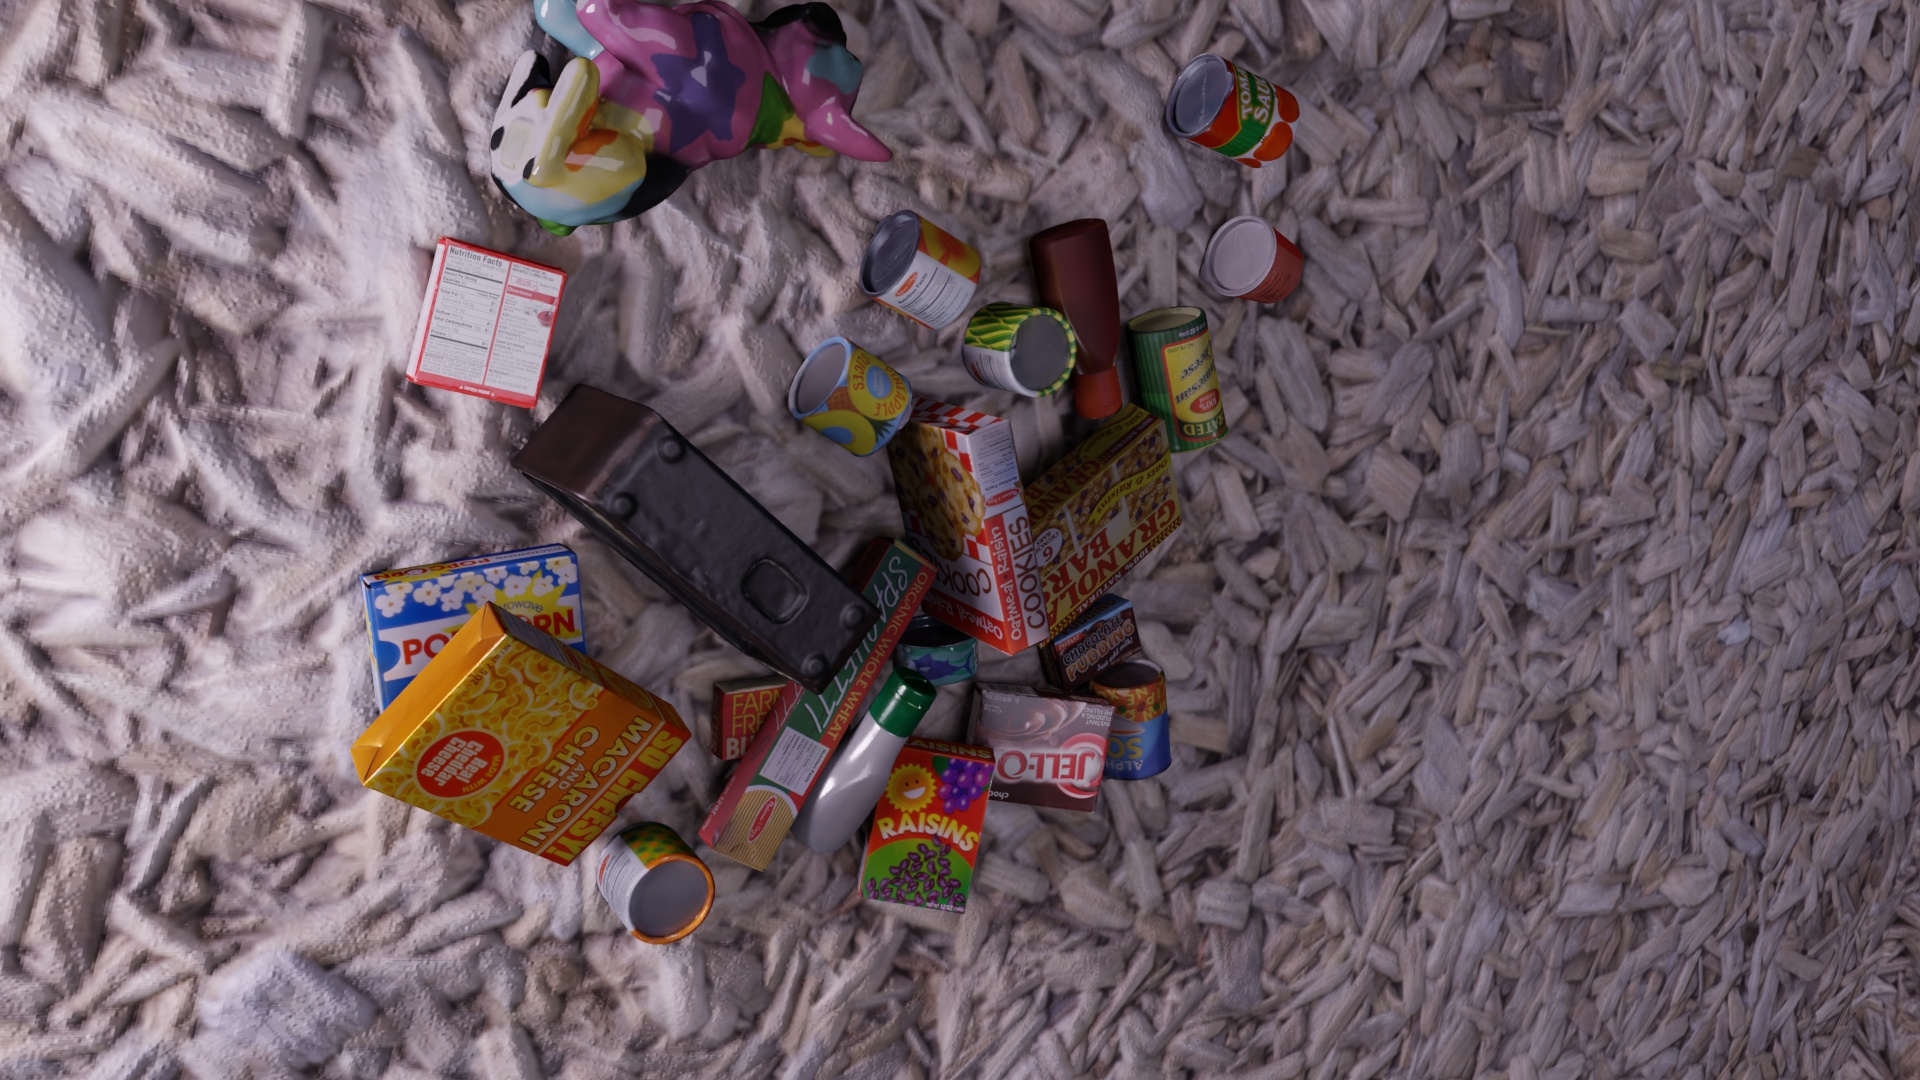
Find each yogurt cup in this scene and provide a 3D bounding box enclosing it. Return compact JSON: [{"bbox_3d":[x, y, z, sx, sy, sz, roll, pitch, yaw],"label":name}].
[{"bbox_3d":[0.244,-0.228,1.140,0.054,0.072,0.072,12,95,-43],"label":"yogurt cup"}]

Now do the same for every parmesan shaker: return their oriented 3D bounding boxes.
[{"bbox_3d":[0.171,-0.128,1.114,0.071,0.071,0.102,-27,115,-25],"label":"parmesan shaker"}]

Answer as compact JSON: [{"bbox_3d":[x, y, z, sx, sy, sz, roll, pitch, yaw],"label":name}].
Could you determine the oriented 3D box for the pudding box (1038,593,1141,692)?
[{"bbox_3d":[0.106,0.083,1.147,0.084,0.030,0.049,-26,114,-26],"label":"pudding box"}]

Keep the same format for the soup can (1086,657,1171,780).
[{"bbox_3d":[0.139,0.150,1.162,0.071,0.071,0.083,-17,110,-29],"label":"soup can"}]

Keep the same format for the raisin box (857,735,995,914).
[{"bbox_3d":[-0.026,0.216,1.067,0.086,0.040,0.123,10,98,-5],"label":"raisin box"}]

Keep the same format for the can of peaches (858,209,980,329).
[{"bbox_3d":[-0.028,-0.190,0.970,0.058,0.071,0.071,24,89,-35],"label":"can of peaches"}]

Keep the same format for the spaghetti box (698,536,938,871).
[{"bbox_3d":[-0.099,0.113,0.989,0.050,0.029,0.250,36,80,-33],"label":"spaghetti box"}]

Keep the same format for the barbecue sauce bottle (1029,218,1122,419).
[{"bbox_3d":[0.095,-0.168,1.069,0.065,0.044,0.148,-27,116,-31],"label":"barbecue sauce bottle"}]

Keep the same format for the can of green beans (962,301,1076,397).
[{"bbox_3d":[0.044,-0.142,1.032,0.071,0.058,0.071,-9,107,-32],"label":"can of green beans"}]

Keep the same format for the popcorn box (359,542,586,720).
[{"bbox_3d":[-0.301,0.055,0.866,0.127,0.038,0.085,-11,109,-31],"label":"popcorn box"}]

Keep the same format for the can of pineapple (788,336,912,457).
[{"bbox_3d":[-0.075,-0.100,0.958,0.058,0.071,0.071,31,84,-35],"label":"can of pineapple"}]

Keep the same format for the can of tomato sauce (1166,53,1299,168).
[{"bbox_3d":[0.216,-0.337,1.090,0.083,0.071,0.071,10,96,-35],"label":"can of tomato sauce"}]

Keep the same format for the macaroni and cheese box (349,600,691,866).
[{"bbox_3d":[-0.269,0.127,0.868,0.123,0.040,0.166,-47,136,1],"label":"macaroni and cheese box"}]

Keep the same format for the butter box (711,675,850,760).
[{"bbox_3d":[-0.129,0.125,1.006,0.104,0.024,0.053,-5,104,-33],"label":"butter box"}]

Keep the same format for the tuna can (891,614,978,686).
[{"bbox_3d":[-0.017,0.082,1.042,0.071,0.071,0.032,-13,111,-30],"label":"tuna can"}]

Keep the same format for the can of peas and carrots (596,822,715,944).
[{"bbox_3d":[-0.208,0.236,0.960,0.071,0.059,0.070,-9,107,-31],"label":"can of peas and carrots"}]

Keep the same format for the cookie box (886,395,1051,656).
[{"bbox_3d":[0.004,-0.013,0.998,0.040,0.123,0.166,-22,113,-26],"label":"cookie box"}]

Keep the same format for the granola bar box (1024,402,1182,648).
[{"bbox_3d":[0.098,-0.012,1.092,0.166,0.039,0.123,-40,139,-19],"label":"granola bar box"}]

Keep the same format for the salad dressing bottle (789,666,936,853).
[{"bbox_3d":[-0.071,0.159,1.012,0.064,0.044,0.147,16,113,-51],"label":"salad dressing bottle"}]
